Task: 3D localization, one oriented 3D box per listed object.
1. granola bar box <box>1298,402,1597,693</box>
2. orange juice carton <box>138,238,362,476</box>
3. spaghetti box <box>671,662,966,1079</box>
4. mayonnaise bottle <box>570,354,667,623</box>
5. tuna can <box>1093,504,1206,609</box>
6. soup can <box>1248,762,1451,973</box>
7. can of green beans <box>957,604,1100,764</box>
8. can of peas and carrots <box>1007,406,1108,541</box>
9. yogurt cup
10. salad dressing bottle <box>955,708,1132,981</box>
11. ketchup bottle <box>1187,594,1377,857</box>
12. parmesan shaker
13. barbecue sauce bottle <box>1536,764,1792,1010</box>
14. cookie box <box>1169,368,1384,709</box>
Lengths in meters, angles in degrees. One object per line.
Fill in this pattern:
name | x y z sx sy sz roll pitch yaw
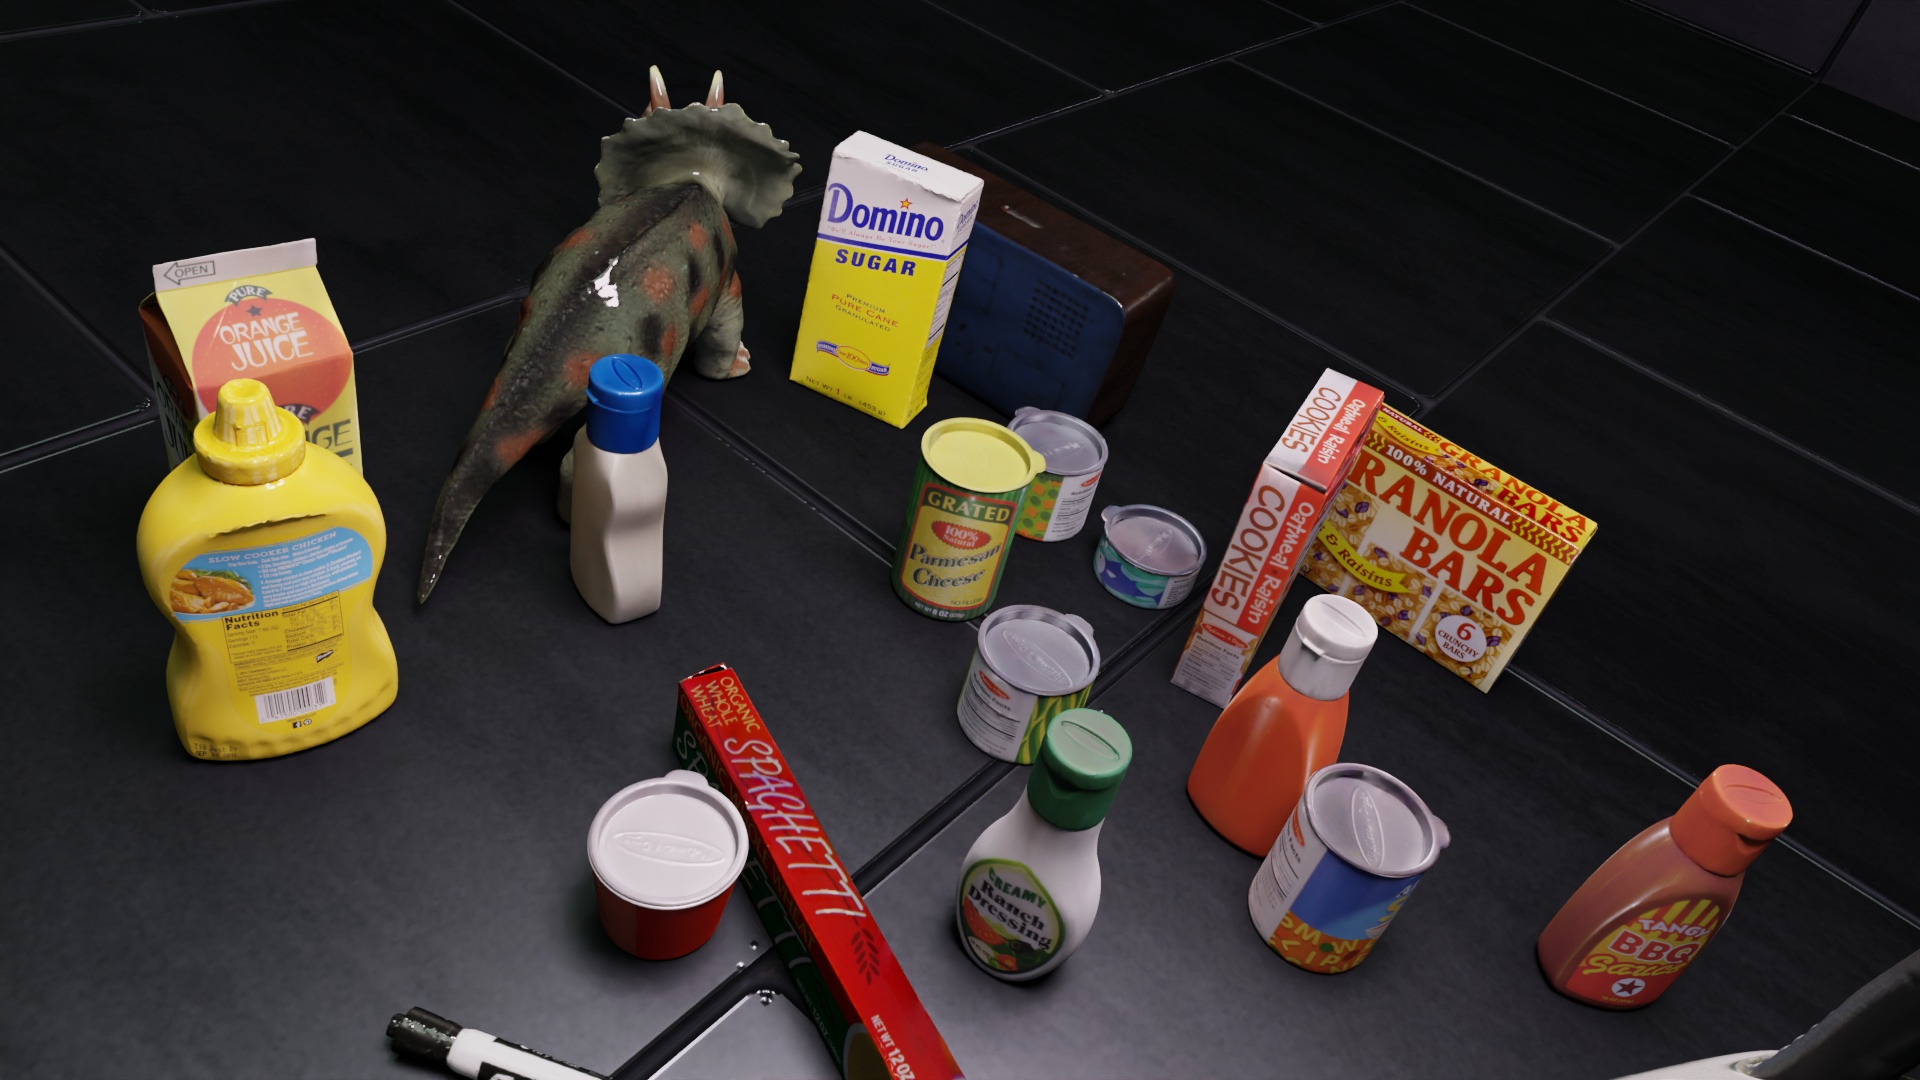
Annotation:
granola bar box | 0.290 -0.001 0.871 0.166 0.123 0.039 36 43 23
orange juice carton | -0.343 -0.058 0.680 0.072 0.191 0.073 -22 52 -37
spaghetti box | -0.070 0.159 0.623 0.029 0.049 0.251 -13 47 -30
mayonnaise bottle | -0.179 -0.028 0.732 0.041 0.147 0.065 -17 49 -34
tuna can | 0.116 0.009 0.875 0.071 0.032 0.071 9 40 -8
soup can | 0.188 0.161 0.678 0.071 0.083 0.072 9 40 -8
can of green beans | 0.036 0.078 0.748 0.071 0.057 0.071 9 40 -8
can of peas and carrots | 0.054 -0.043 0.896 0.071 0.058 0.071 9 40 -8
yogurt cup | -0.131 0.148 0.614 0.072 0.053 0.073 9 40 -8
salad dressing bottle | 0.037 0.135 0.610 0.064 0.146 0.044 31 42 19
ketchup bottle | 0.164 0.093 0.700 0.044 0.148 0.065 -24 53 -38
parmesan shaker | 0.003 -0.010 0.806 0.071 0.102 0.072 9 39 -8
barbecue sauce bottle | 0.340 0.168 0.668 0.065 0.147 0.044 10 39 -6
cookie box | 0.183 -0.001 0.803 0.040 0.166 0.123 27 41 14
